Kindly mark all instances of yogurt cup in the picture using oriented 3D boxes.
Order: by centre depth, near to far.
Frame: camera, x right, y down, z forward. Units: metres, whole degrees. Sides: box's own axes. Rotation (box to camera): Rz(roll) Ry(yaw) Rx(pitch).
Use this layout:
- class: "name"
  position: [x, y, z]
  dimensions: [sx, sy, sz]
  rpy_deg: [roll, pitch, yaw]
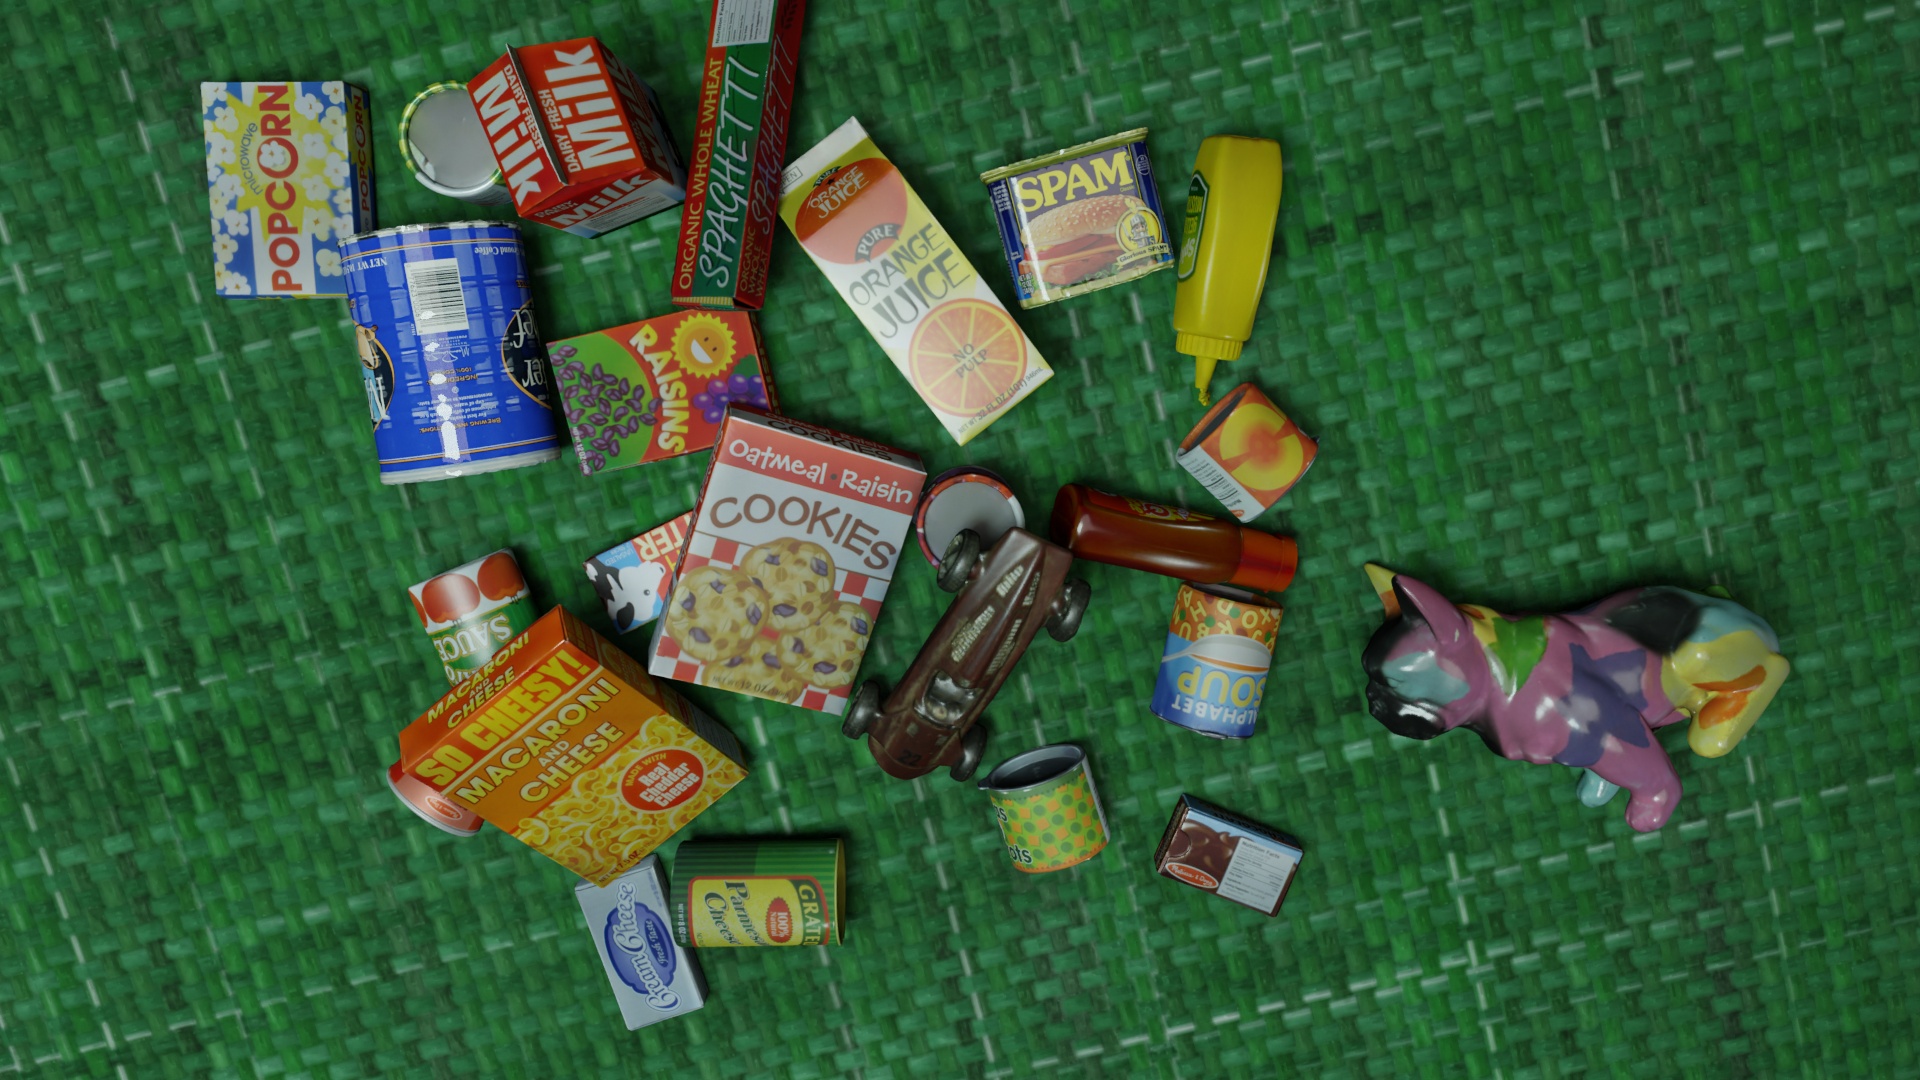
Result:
- class: "yogurt cup"
  position: [-0.314, 0.143, 0.868]
  dimensions: [0.072, 0.072, 0.054]
  rpy_deg: [39, 88, -5]

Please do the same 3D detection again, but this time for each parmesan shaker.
- class: "parmesan shaker"
  position: [-0.126, 0.225, 0.880]
  dimensions: [0.103, 0.071, 0.071]
  rpy_deg: [-1, 98, 0]

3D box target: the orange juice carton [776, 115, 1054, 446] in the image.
- class: "orange juice carton"
  position: [-0.031, -0.154, 0.826]
  dimensions: [0.072, 0.073, 0.192]
  rpy_deg: [-38, 96, 5]

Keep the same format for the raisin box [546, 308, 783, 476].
- class: "raisin box"
  position: [-0.178, -0.094, 0.850]
  dimensions: [0.123, 0.040, 0.086]
  rpy_deg: [-13, 97, 2]

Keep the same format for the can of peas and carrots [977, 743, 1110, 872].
- class: "can of peas and carrots"
  position: [0.053, 0.169, 0.873]
  dimensions: [0.071, 0.071, 0.058]
  rpy_deg: [-18, 98, 2]

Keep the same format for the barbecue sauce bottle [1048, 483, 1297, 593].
- class: "barbecue sauce bottle"
  position: [0.132, 0.001, 0.856]
  dimensions: [0.149, 0.065, 0.043]
  rpy_deg: [12, 100, -11]

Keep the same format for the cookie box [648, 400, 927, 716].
- class: "cookie box"
  position: [-0.106, 0.012, 0.841]
  dimensions: [0.123, 0.040, 0.167]
  rpy_deg: [15, 105, -17]

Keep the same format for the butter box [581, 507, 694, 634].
- class: "butter box"
  position: [-0.178, 0.013, 0.871]
  dimensions: [0.103, 0.024, 0.053]
  rpy_deg: [-26, 98, 3]

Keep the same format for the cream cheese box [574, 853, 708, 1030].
- class: "cream cheese box"
  position: [-0.206, 0.261, 0.904]
  dimensions: [0.053, 0.024, 0.103]
  rpy_deg: [-18, 97, 2]

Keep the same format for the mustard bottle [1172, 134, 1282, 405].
- class: "mustard bottle"
  position: [0.156, -0.160, 0.833]
  dimensions: [0.049, 0.065, 0.159]
  rpy_deg: [6, 101, -6]

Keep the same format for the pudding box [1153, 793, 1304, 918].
- class: "pudding box"
  position: [0.173, 0.203, 0.897]
  dimensions: [0.084, 0.030, 0.049]
  rpy_deg: [21, 98, -3]

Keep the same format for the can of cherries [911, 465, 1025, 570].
- class: "can of cherries"
  position: [0.003, -0.011, 0.853]
  dimensions: [0.071, 0.058, 0.071]
  rpy_deg: [0, 98, -1]

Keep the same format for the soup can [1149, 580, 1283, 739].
- class: "soup can"
  position: [0.159, 0.074, 0.859]
  dimensions: [0.071, 0.071, 0.083]
  rpy_deg: [12, 97, -2]

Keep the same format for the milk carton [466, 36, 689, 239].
- class: "milk carton"
  position: [-0.205, -0.217, 0.756]
  dimensions: [0.073, 0.191, 0.072]
  rpy_deg: [-21, 98, 2]

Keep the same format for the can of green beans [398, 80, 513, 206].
- class: "can of green beans"
  position: [-0.289, -0.234, 0.820]
  dimensions: [0.071, 0.058, 0.071]
  rpy_deg: [0, 98, -1]

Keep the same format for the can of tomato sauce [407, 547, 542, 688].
- class: "can of tomato sauce"
  position: [-0.291, 0.054, 0.852]
  dimensions: [0.071, 0.071, 0.083]
  rpy_deg: [-22, 97, 2]

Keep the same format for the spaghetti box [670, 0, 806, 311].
- class: "spaghetti box"
  position: [-0.125, -0.255, 0.804]
  dimensions: [0.050, 0.029, 0.250]
  rpy_deg: [6, 87, 29]

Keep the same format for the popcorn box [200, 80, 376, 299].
- class: "popcorn box"
  position: [-0.400, -0.209, 0.832]
  dimensions: [0.085, 0.038, 0.126]
  rpy_deg: [0, 98, 0]

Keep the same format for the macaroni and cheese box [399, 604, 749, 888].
- class: "macaroni and cheese box"
  position: [-0.229, 0.128, 0.837]
  dimensions: [0.123, 0.040, 0.166]
  rpy_deg: [-39, 130, 4]

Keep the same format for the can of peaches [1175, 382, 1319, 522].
- class: "can of peaches"
  position: [0.175, -0.056, 0.846]
  dimensions: [0.058, 0.071, 0.071]
  rpy_deg: [42, 96, -5]
